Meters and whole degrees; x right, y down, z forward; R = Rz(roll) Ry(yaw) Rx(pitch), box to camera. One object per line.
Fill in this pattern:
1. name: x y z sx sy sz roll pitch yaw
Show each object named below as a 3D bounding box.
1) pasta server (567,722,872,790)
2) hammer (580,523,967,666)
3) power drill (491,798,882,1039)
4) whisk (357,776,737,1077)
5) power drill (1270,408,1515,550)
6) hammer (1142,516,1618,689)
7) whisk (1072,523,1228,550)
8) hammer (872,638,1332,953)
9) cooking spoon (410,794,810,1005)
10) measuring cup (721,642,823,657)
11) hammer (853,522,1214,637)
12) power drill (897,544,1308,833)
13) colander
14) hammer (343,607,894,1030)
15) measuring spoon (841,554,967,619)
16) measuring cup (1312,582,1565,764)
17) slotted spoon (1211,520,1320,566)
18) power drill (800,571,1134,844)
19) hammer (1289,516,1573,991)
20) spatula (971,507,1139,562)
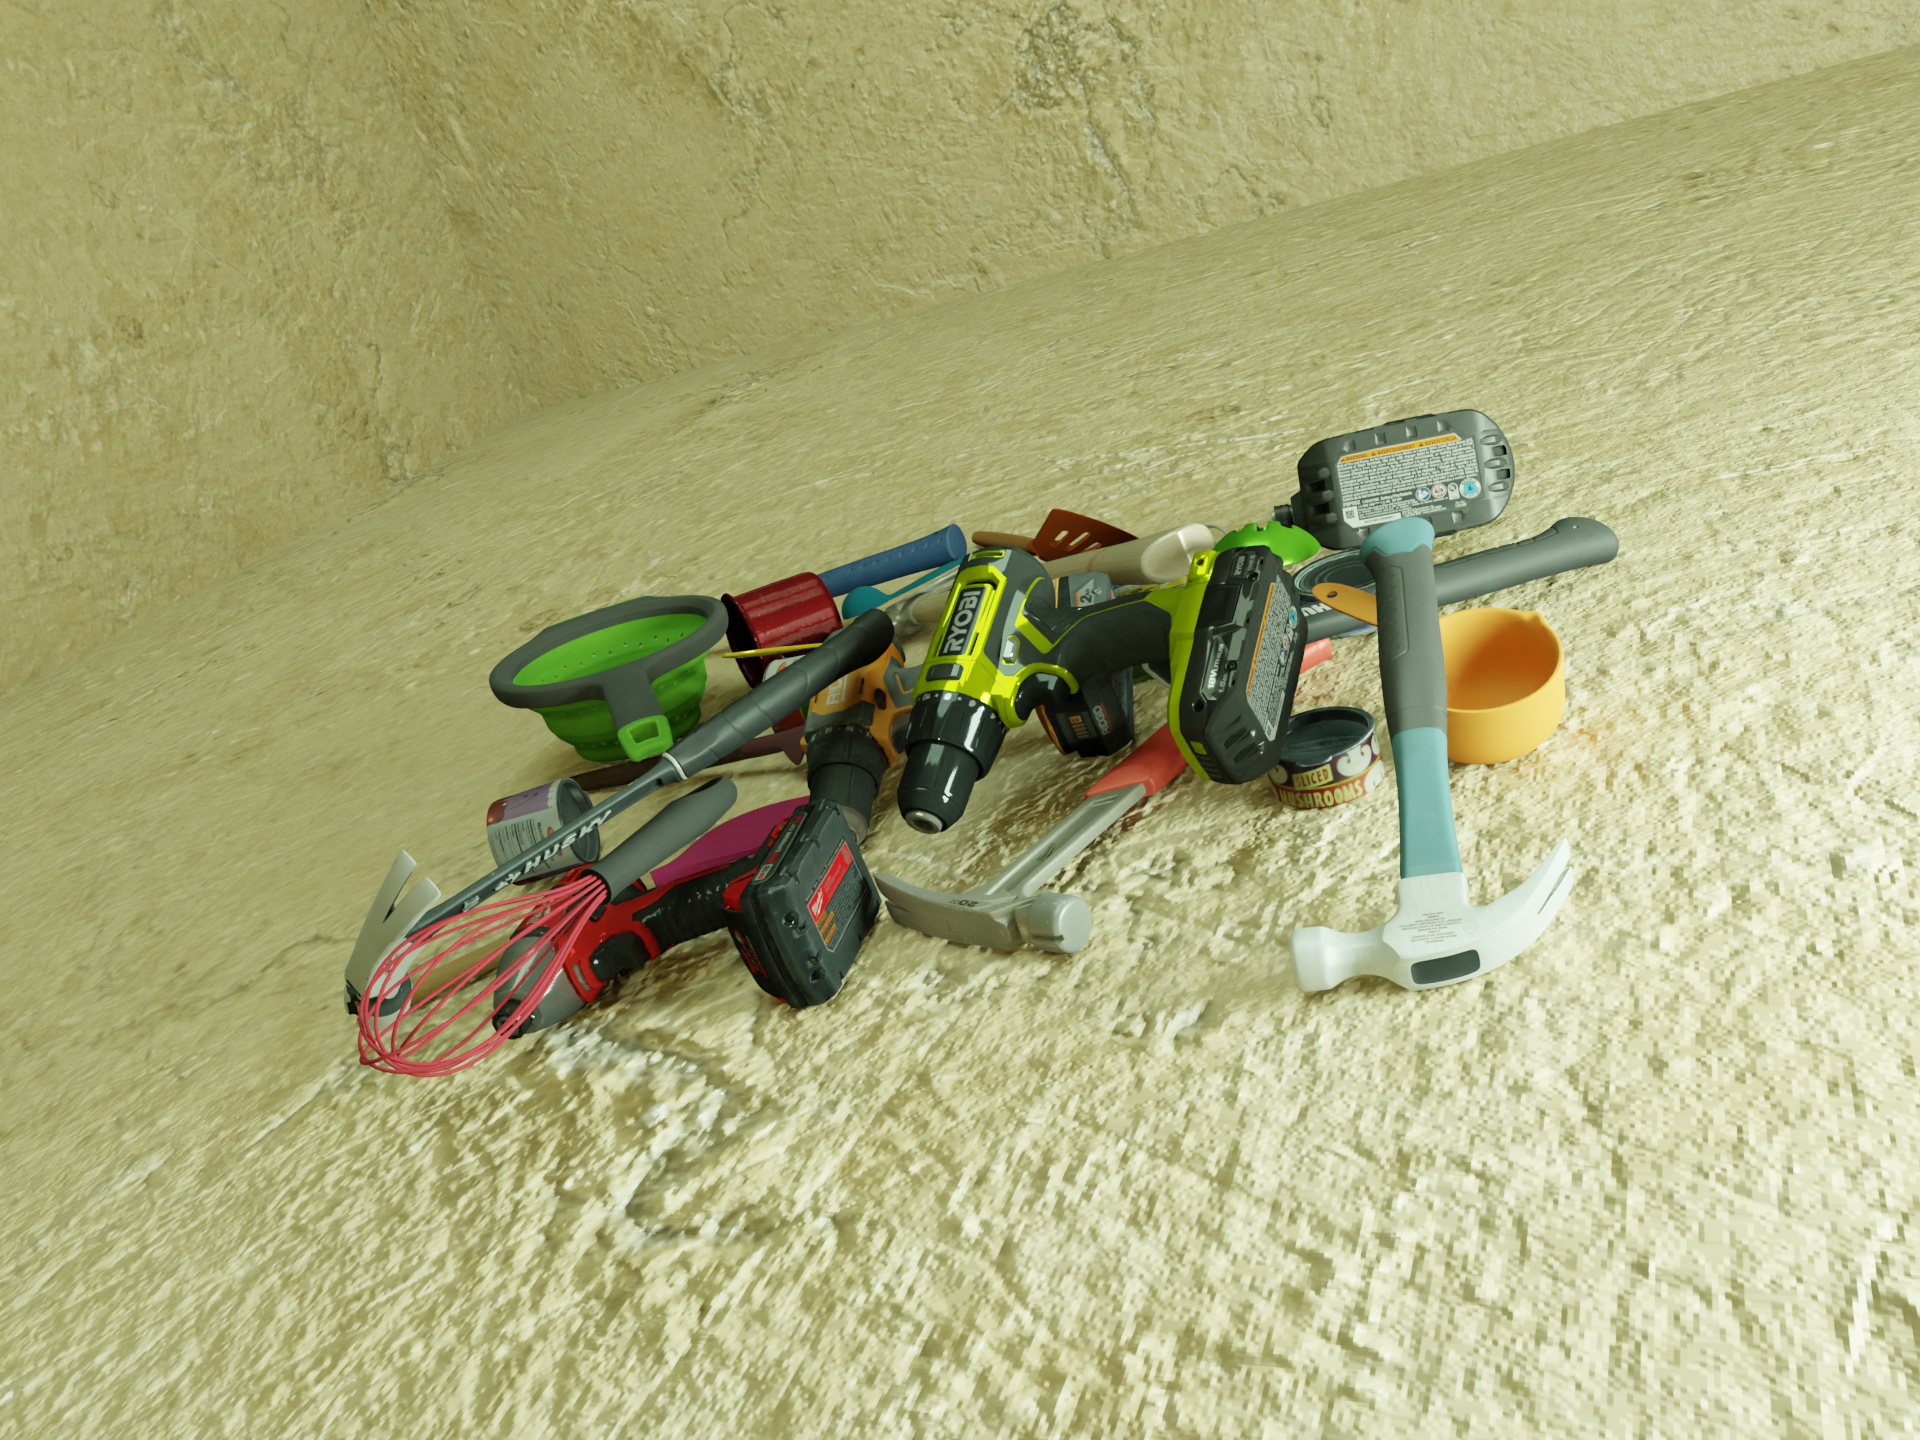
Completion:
1. pasta server: -0.183 0.033 1.227 0.316 0.040 0.060 -11 23 30
2. hammer: -0.182 -0.105 1.487 0.405 0.035 0.144 -16 22 24
3. power drill: -0.169 0.125 0.935 0.219 0.078 0.143 -13 22 22
4. whisk: -0.212 0.100 0.867 0.073 0.073 0.296 -5 22 32
5. power drill: 0.307 -0.163 1.142 0.171 0.080 0.223 -10 2 13
6. hammer: 0.280 -0.076 1.027 0.334 0.035 0.146 -16 33 -15
7. whisk: 0.158 -0.135 1.312 0.058 0.059 0.246 -15 14 -24
8. hammer: 0.113 0.026 0.983 0.149 0.036 0.359 5 33 46
9. cooking spoon: -0.230 0.120 1.068 0.319 0.017 0.069 -24 22 -13
10. measuring cup: -0.121 -0.047 1.284 0.156 0.029 0.062 -7 -1 -35
11. hammer: 0.064 -0.111 1.234 0.146 0.038 0.411 -31 12 -27
12. power drill: 0.073 -0.020 0.932 0.228 0.080 0.191 -2 55 33
13. colander: -0.261 -0.004 1.274 0.204 0.094 0.397 -19 21 -12
14. hammer: -0.185 0.033 0.953 0.409 0.036 0.149 -37 -12 -37
15. measuring spoon: -0.049 -0.122 1.370 0.128 0.021 0.042 -28 12 -20
16. measuring cup: 0.271 -0.033 0.924 0.095 0.052 0.174 -35 38 -15
17. slotted spoon: 0.218 -0.121 1.125 0.070 0.031 0.314 -4 4 13
18. power drill: -0.002 -0.003 1.067 0.226 0.084 0.186 -12 42 17
19. hammer: 0.237 0.001 0.831 0.128 0.033 0.331 -8 41 18
20. spatula: 0.063 -0.165 1.426 0.081 0.041 0.323 17 4 -18
